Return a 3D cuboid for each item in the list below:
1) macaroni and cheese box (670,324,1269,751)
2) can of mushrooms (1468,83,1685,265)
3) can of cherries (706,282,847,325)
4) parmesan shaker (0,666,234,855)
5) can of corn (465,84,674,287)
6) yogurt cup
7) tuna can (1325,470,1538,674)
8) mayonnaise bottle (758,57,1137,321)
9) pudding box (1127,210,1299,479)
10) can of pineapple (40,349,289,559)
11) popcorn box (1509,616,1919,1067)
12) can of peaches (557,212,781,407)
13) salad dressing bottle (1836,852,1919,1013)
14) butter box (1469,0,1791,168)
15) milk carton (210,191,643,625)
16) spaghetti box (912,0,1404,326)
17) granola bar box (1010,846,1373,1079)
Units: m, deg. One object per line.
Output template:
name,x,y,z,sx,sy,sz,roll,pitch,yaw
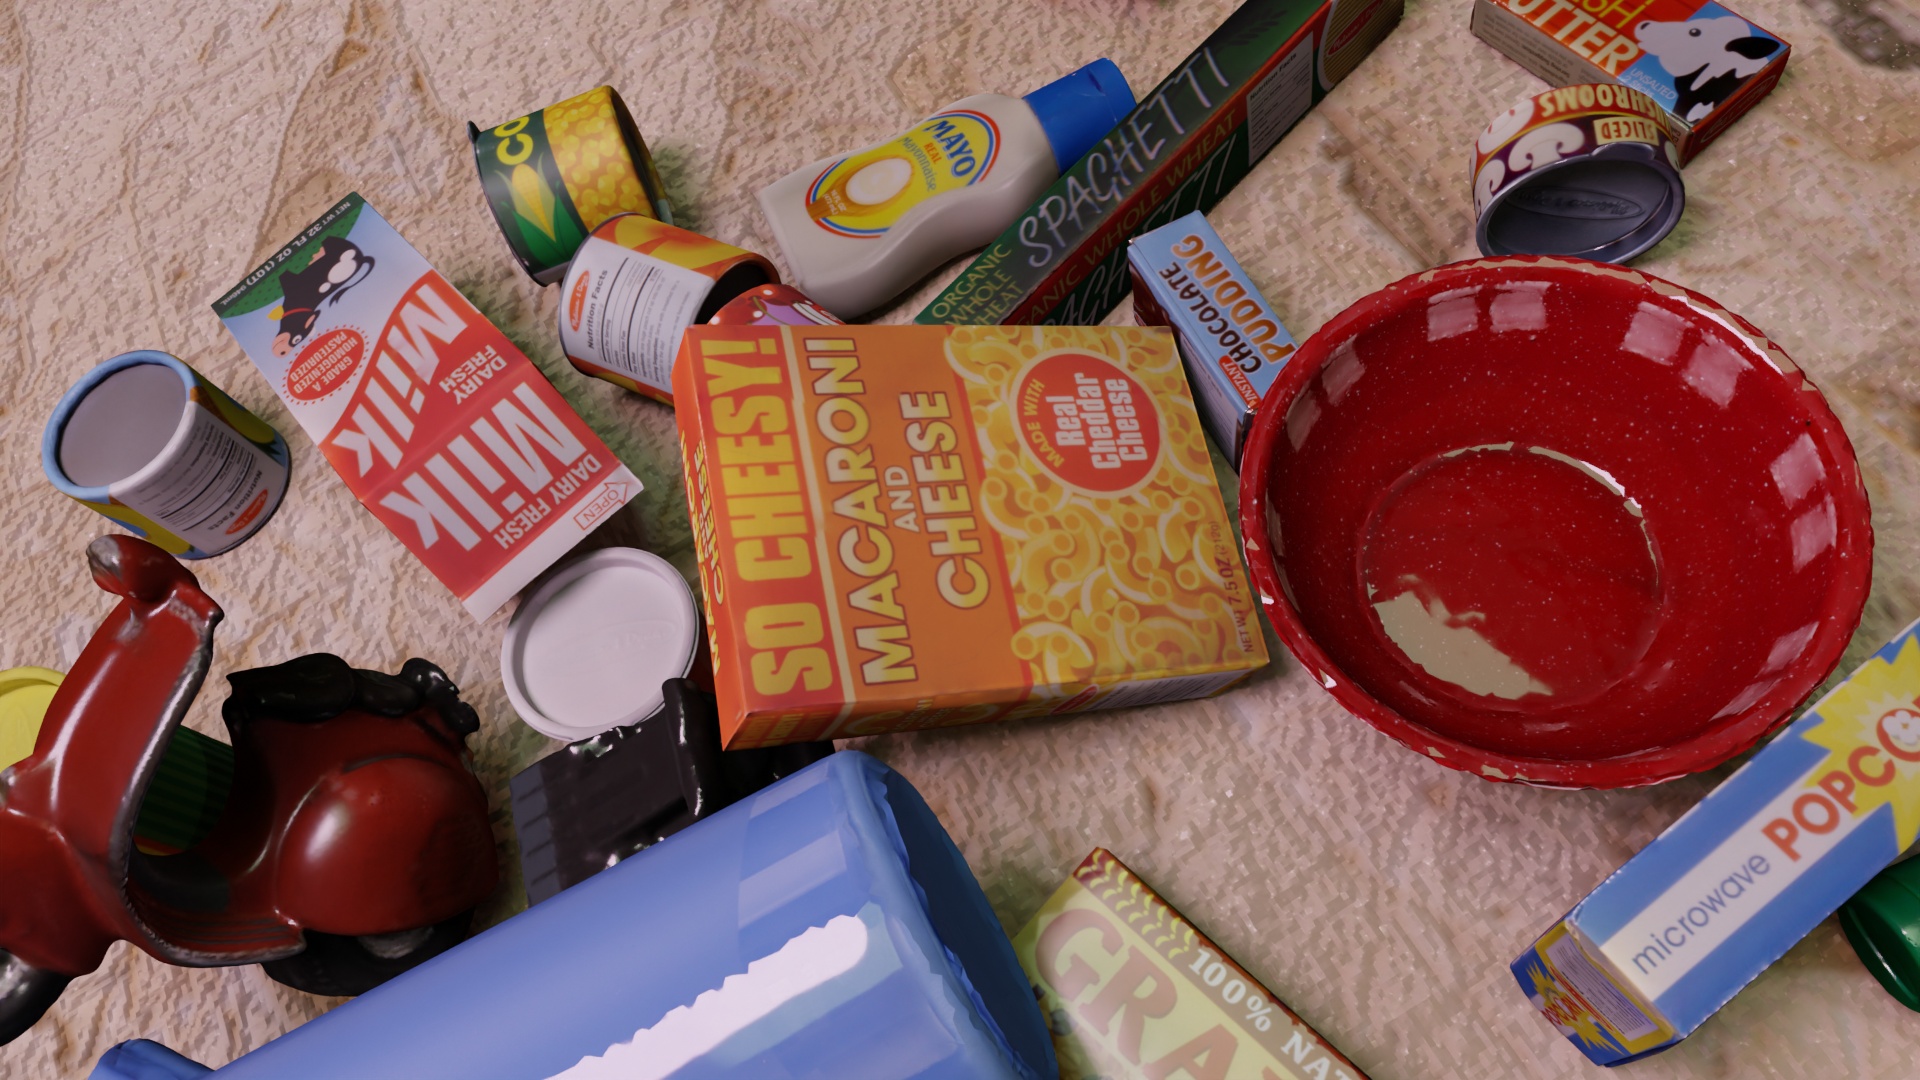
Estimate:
macaroni and cheese box,0.002,-0.005,0.434,0.167,0.040,0.124,-3,67,-23
can of mushrooms,0.212,-0.124,0.477,0.071,0.070,0.033,-1,63,11
can of cherries,-0.057,-0.053,0.502,0.058,0.071,0.071,37,77,26
parmesan shaker,-0.276,0.089,0.459,0.071,0.102,0.071,-5,65,10
can of corn,-0.157,-0.147,0.565,0.058,0.071,0.071,-21,63,1
yogurt cup,-0.113,0.043,0.474,0.072,0.053,0.072,-5,64,10
tuna can,0.145,0.013,0.446,0.071,0.032,0.071,-5,64,10
mayonnaise bottle,-0.002,-0.142,0.547,0.148,0.041,0.065,-27,61,-1
pudding box,0.091,-0.069,0.488,0.030,0.049,0.084,-27,62,-3
can of pineapple,-0.316,-0.034,0.552,0.071,0.057,0.071,-5,64,10
popcorn box,0.211,0.084,0.369,0.127,0.085,0.038,-37,63,-6
can of peaches,-0.107,-0.086,0.530,0.058,0.071,0.071,21,71,20
salad dressing bottle,0.315,0.080,0.374,0.148,0.044,0.064,-25,64,1
butter box,0.251,-0.191,0.527,0.053,0.024,0.104,-39,63,-7
milk carton,-0.189,-0.045,0.506,0.072,0.073,0.191,-43,54,-10
spaghetti box,0.080,-0.144,0.526,0.250,0.050,0.029,-45,63,-11
granola bar box,0.062,0.186,0.378,0.166,0.039,0.124,39,78,25
